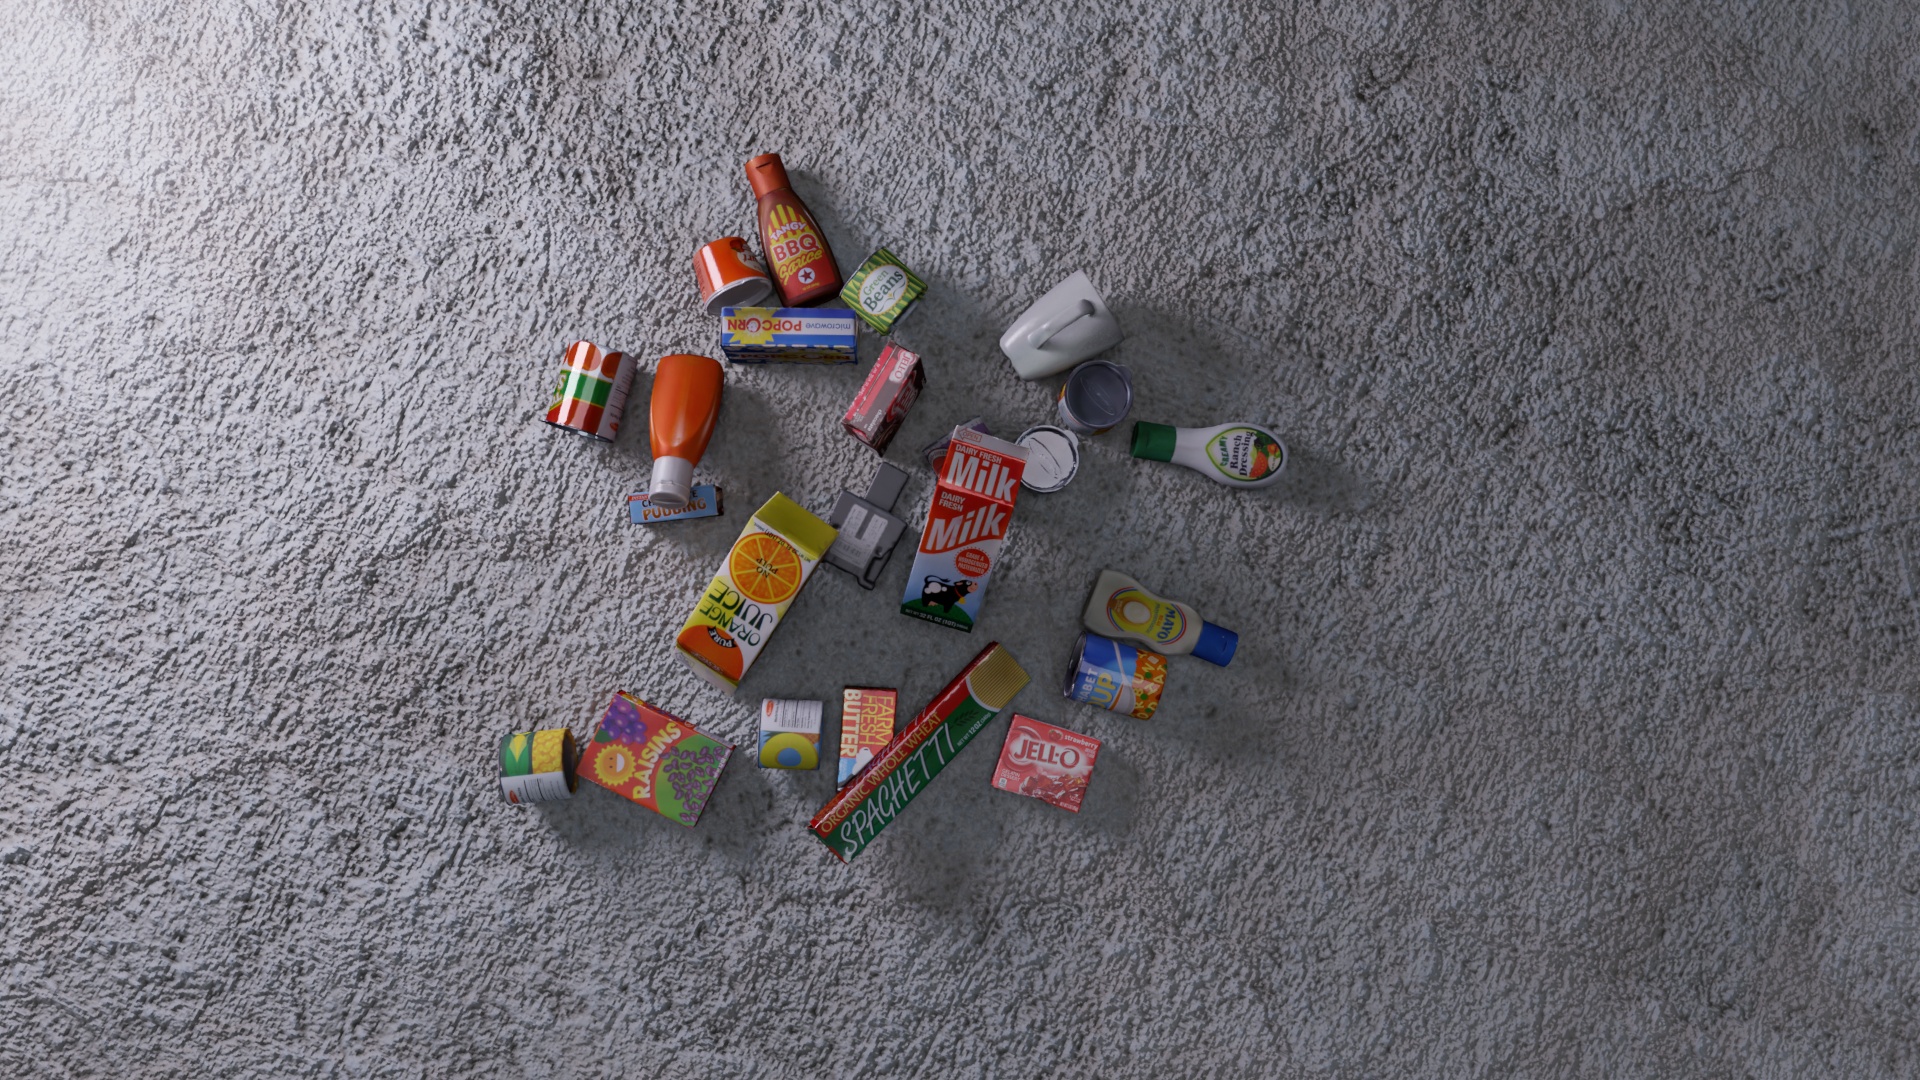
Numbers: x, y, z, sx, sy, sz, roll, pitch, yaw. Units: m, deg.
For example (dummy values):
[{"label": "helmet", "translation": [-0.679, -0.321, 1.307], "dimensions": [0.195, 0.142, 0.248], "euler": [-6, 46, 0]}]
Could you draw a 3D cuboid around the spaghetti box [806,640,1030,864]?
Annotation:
[{"label": "spaghetti box", "translation": [-0.037, 0.199, 1.311], "dimensions": [0.250, 0.028, 0.050], "euler": [-44, 99, -13]}]

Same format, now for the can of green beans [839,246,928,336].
[{"label": "can of green beans", "translation": [-0.073, -0.239, 1.334], "dimensions": [0.058, 0.071, 0.071], "euler": [42, 86, -1]}]

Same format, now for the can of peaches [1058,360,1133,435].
[{"label": "can of peaches", "translation": [0.132, -0.138, 1.344], "dimensions": [0.071, 0.058, 0.071], "euler": [0, 86, -3]}]

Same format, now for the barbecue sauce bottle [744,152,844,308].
[{"label": "barbecue sauce bottle", "translation": [-0.166, -0.299, 1.343], "dimensions": [0.065, 0.043, 0.148], "euler": [-21, 88, -2]}]

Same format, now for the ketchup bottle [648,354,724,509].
[{"label": "ketchup bottle", "translation": [-0.262, -0.103, 1.300], "dimensions": [0.065, 0.043, 0.149], "euler": [4, 63, 1]}]

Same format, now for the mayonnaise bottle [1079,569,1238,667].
[{"label": "mayonnaise bottle", "translation": [0.194, 0.080, 1.344], "dimensions": [0.148, 0.041, 0.065], "euler": [21, 84, -1]}]

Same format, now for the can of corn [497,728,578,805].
[{"label": "can of corn", "translation": [-0.392, 0.208, 1.293], "dimensions": [0.058, 0.071, 0.071], "euler": [-6, 88, -4]}]

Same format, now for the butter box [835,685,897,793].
[{"label": "butter box", "translation": [-0.090, 0.192, 1.330], "dimensions": [0.053, 0.024, 0.103], "euler": [4, 87, -4]}]

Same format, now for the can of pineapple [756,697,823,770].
[{"label": "can of pineapple", "translation": [-0.160, 0.184, 1.307], "dimensions": [0.058, 0.071, 0.071], "euler": [3, 87, -3]}]

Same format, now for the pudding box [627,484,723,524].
[{"label": "pudding box", "translation": [-0.270, -0.034, 1.320], "dimensions": [0.084, 0.049, 0.030], "euler": [-6, 89, -4]}]

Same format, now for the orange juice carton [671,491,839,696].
[{"label": "orange juice carton", "translation": [-0.197, 0.057, 1.289], "dimensions": [0.072, 0.073, 0.192], "euler": [34, 111, -2]}]

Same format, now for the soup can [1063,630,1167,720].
[{"label": "soup can", "translation": [0.147, 0.132, 1.325], "dimensions": [0.084, 0.071, 0.071], "euler": [17, 86, -2]}]

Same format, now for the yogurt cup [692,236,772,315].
[{"label": "yogurt cup", "translation": [-0.221, -0.254, 1.329], "dimensions": [0.072, 0.072, 0.054], "euler": [-23, 81, -4]}]

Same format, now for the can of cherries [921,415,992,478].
[{"label": "can of cherries", "translation": [0.004, -0.077, 1.328], "dimensions": [0.071, 0.071, 0.058], "euler": [-32, 90, -4]}]

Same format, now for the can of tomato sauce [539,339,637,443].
[{"label": "can of tomato sauce", "translation": [-0.350, -0.141, 1.313], "dimensions": [0.071, 0.071, 0.083], "euler": [16, 86, -2]}]

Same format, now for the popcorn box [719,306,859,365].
[{"label": "popcorn box", "translation": [-0.160, -0.193, 1.317], "dimensions": [0.127, 0.085, 0.038], "euler": [1, 86, -3]}]

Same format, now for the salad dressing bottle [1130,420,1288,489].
[{"label": "salad dressing bottle", "translation": [0.242, -0.088, 1.355], "dimensions": [0.148, 0.044, 0.064], "euler": [8, 88, -3]}]

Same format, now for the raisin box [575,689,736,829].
[{"label": "raisin box", "translation": [-0.286, 0.206, 1.311], "dimensions": [0.123, 0.040, 0.086], "euler": [26, 87, -3]}]

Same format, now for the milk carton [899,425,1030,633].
[{"label": "milk carton", "translation": [0.005, -0.016, 1.275], "dimensions": [0.072, 0.074, 0.189], "euler": [17, 123, -2]}]

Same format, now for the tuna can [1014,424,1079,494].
[{"label": "tuna can", "translation": [0.083, -0.080, 1.351], "dimensions": [0.071, 0.033, 0.071], "euler": [0, 87, -3]}]
